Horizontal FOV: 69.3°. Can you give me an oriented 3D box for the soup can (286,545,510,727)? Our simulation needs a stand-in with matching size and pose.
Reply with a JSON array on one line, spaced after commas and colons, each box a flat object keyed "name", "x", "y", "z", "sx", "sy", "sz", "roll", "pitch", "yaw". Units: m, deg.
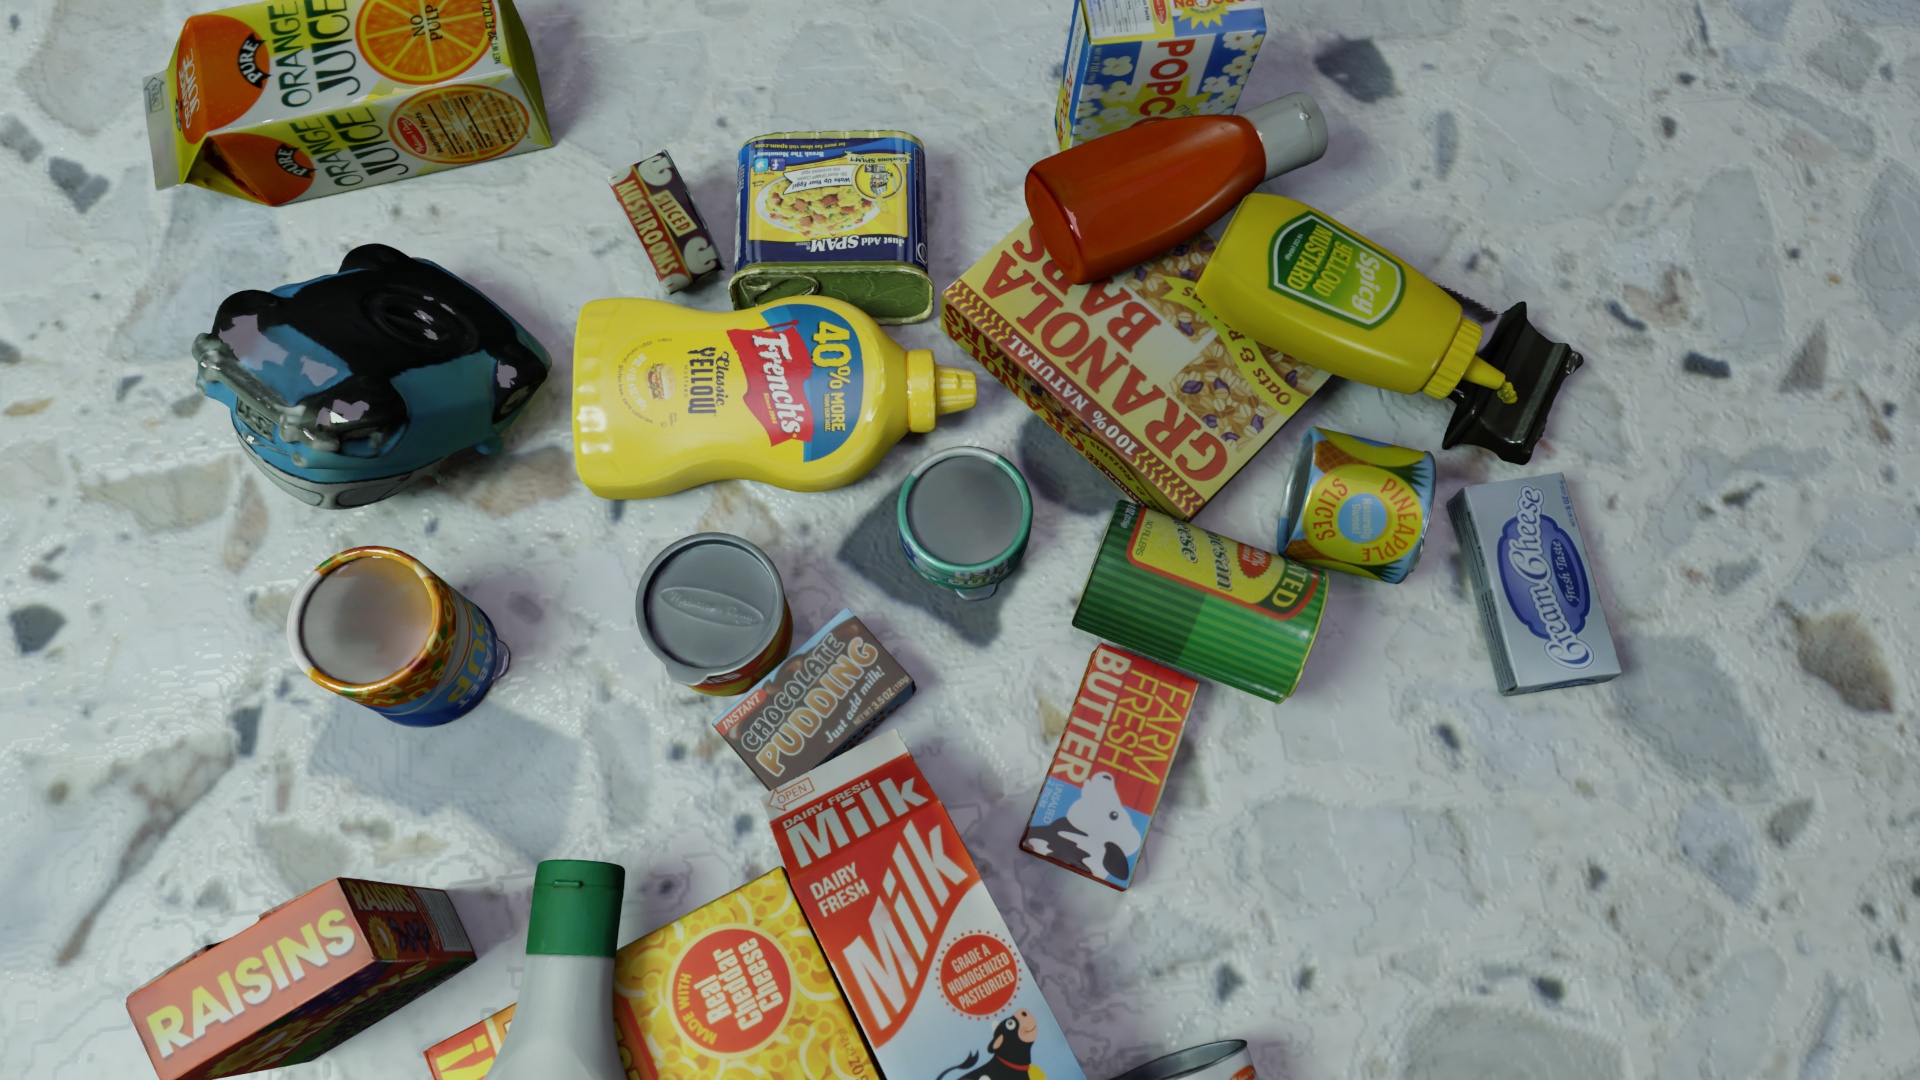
[{"name": "soup can", "x": -0.250, "y": 0.044, "z": 0.624, "sx": 0.071, "sy": 0.083, "sz": 0.071, "roll": 1, "pitch": 73, "yaw": -2}]

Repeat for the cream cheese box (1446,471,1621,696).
[{"name": "cream cheese box", "x": 0.279, "y": 0.021, "z": 0.679, "sx": 0.053, "sy": 0.024, "sz": 0.104, "roll": -8, "pitch": 73, "yaw": -3}]

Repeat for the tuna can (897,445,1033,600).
[{"name": "tuna can", "x": 0.002, "y": -0.008, "z": 0.675, "sx": 0.071, "sy": 0.032, "sz": 0.071, "roll": 0, "pitch": 72, "yaw": -1}]

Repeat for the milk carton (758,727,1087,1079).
[{"name": "milk carton", "x": -0.015, "y": 0.179, "z": 0.595, "sx": 0.072, "sy": 0.073, "sz": 0.191, "roll": -26, "pitch": 75, "yaw": -9}]

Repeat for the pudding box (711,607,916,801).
[{"name": "pudding box", "x": -0.067, "y": 0.077, "z": 0.648, "sx": 0.084, "sy": 0.030, "sz": 0.050, "roll": -40, "pitch": 77, "yaw": -13}]

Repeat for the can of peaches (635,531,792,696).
[{"name": "can of peaches", "x": -0.113, "y": 0.038, "z": 0.644, "sx": 0.071, "sy": 0.058, "sz": 0.071, "roll": 1, "pitch": 74, "yaw": -2}]

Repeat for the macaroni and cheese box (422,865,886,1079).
[{"name": "macaroni and cheese box", "x": -0.124, "y": 0.233, "z": 0.592, "sx": 0.167, "sy": 0.040, "sz": 0.124, "roll": -26, "pitch": 75, "yaw": -10}]

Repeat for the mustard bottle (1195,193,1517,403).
[{"name": "mustard bottle", "x": 0.195, "y": -0.108, "z": 0.664, "sx": 0.160, "sy": 0.048, "sz": 0.065, "roll": 27, "pitch": 73, "yaw": 5}]

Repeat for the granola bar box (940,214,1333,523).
[{"name": "granola bar box", "x": 0.091, "y": -0.101, "z": 0.703, "sx": 0.166, "sy": 0.039, "sz": 0.124, "roll": 43, "pitch": 74, "yaw": 11}]

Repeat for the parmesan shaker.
[{"name": "parmesan shaker", "x": 0.110, "y": 0.029, "z": 0.647, "sx": 0.103, "sy": 0.071, "sz": 0.071, "roll": 20, "pitch": 74, "yaw": 4}]

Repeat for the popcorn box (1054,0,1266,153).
[{"name": "popcorn box", "x": 0.096, "y": -0.233, "z": 0.699, "sx": 0.085, "sy": 0.126, "sz": 0.038, "roll": -7, "pitch": 77, "yaw": -4}]

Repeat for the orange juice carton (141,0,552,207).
[{"name": "orange juice carton", "x": -0.319, "y": -0.230, "z": 0.713, "sx": 0.193, "sy": 0.073, "sz": 0.072, "roll": -14, "pitch": 74, "yaw": -6}]

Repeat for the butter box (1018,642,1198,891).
[{"name": "butter box", "x": 0.070, "y": 0.105, "z": 0.646, "sx": 0.053, "sy": 0.024, "sz": 0.104, "roll": 21, "pitch": 74, "yaw": 4}]

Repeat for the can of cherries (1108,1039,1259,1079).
[{"name": "can of cherries", "x": 0.097, "y": 0.249, "z": 0.583, "sx": 0.071, "sy": 0.071, "sz": 0.058, "roll": -17, "pitch": 75, "yaw": -7}]

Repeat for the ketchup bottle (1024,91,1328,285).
[{"name": "ketchup bottle", "x": 0.109, "y": -0.180, "z": 0.686, "sx": 0.149, "sy": 0.043, "sz": 0.065, "roll": -24, "pitch": 75, "yaw": -12}]

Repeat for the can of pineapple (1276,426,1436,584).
[{"name": "can of pineapple", "x": 0.188, "y": -0.017, "z": 0.664, "sx": 0.058, "sy": 0.071, "sz": 0.071, "roll": 13, "pitch": 73, "yaw": 3}]

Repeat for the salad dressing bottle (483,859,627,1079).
[{"name": "salad dressing bottle", "x": -0.160, "y": 0.205, "z": 0.556, "sx": 0.064, "sy": 0.044, "sz": 0.148, "roll": 2, "pitch": 70, "yaw": 1}]

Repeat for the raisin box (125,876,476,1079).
[{"name": "raisin box", "x": -0.260, "y": 0.176, "z": 0.562, "sx": 0.086, "sy": 0.123, "sz": 0.040, "roll": -30, "pitch": 77, "yaw": -10}]

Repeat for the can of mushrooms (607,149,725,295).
[{"name": "can of mushrooms", "x": -0.148, "y": -0.159, "z": 0.698, "sx": 0.033, "sy": 0.071, "sz": 0.071, "roll": -27, "pitch": 76, "yaw": -7}]
